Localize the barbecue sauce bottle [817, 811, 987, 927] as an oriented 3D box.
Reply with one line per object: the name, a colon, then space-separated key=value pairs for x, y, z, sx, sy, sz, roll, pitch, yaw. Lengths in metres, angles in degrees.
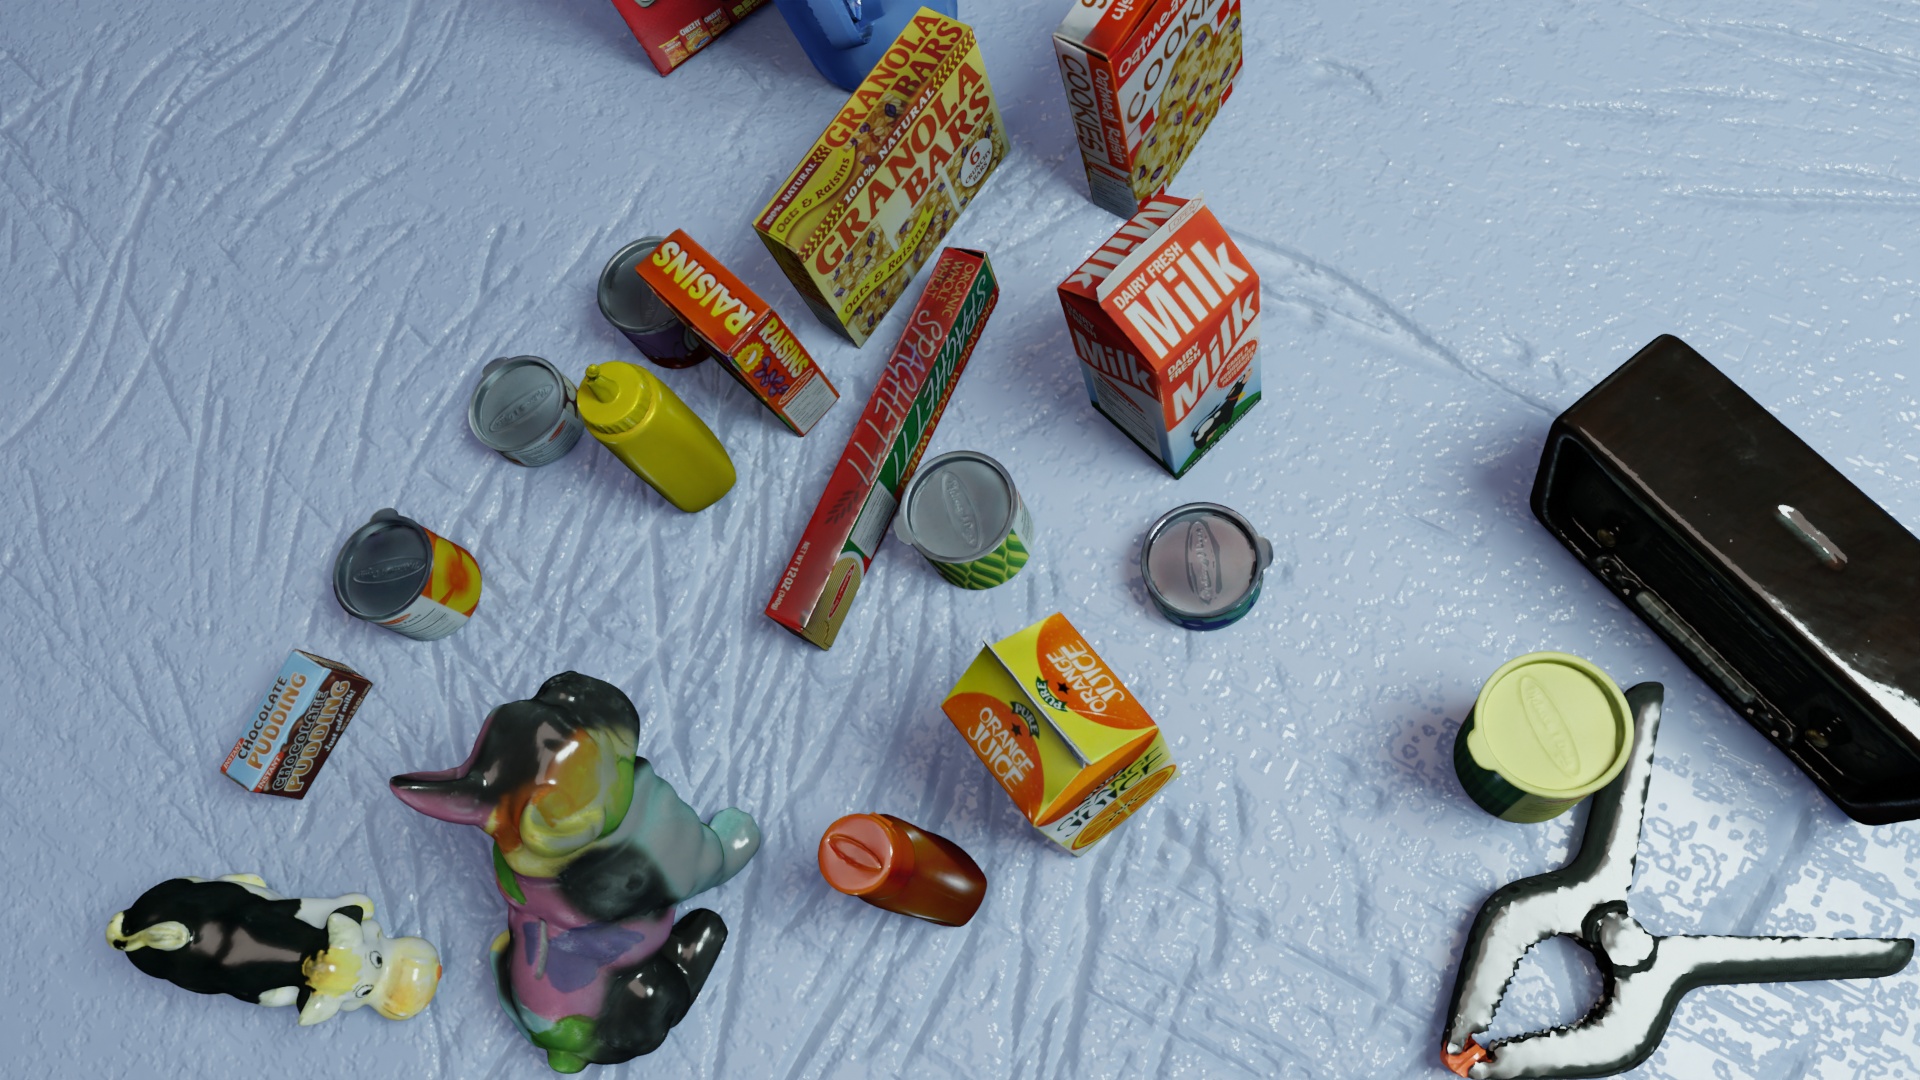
barbecue sauce bottle: x=-0.031 y=0.161 z=0.688 sx=0.065 sy=0.148 sz=0.044 roll=27 pitch=80 yaw=20

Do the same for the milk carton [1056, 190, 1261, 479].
milk carton: x=0.107 y=-0.110 z=0.726 sx=0.072 sy=0.190 sz=0.073 roll=-44 pitch=68 yaw=-4

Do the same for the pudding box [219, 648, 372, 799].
pudding box: x=-0.403 y=0.112 z=0.843 sx=0.030 sy=0.049 sz=0.084 roll=24 pitch=79 yaw=19

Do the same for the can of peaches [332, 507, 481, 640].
can of peaches: x=-0.338 y=0.022 z=0.855 sx=0.071 sy=0.058 sz=0.071 roll=-4 pitch=71 yaw=12

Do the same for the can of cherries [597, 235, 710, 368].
can of cherries: x=-0.184 y=-0.148 z=0.877 sx=0.071 sy=0.058 sz=0.071 roll=-4 pitch=71 yaw=12

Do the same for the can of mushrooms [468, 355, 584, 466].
can of mushrooms: x=-0.277 y=-0.084 z=0.890 sx=0.071 sy=0.033 sz=0.071 roll=-4 pitch=71 yaw=12

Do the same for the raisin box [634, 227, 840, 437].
raisin box: x=-0.129 y=-0.120 z=0.819 sx=0.040 sy=0.123 sz=0.086 roll=-46 pitch=68 yaw=-4

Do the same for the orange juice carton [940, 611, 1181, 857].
orange juice carton: x=0.050 y=0.094 z=0.668 sx=0.073 sy=0.192 sz=0.072 roll=-39 pitch=68 yaw=-1

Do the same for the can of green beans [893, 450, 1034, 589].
can of green beans: x=0.005 y=-0.010 z=0.787 sx=0.071 sy=0.057 sz=0.071 roll=-4 pitch=71 yaw=12

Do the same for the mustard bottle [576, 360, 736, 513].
mustard bottle: x=-0.180 y=-0.066 z=0.793 sx=0.049 sy=0.160 sz=0.065 roll=-40 pitch=68 yaw=-2

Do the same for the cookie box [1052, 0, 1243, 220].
cookie box: x=0.113 y=-0.276 z=0.793 sx=0.040 sy=0.167 sz=0.123 roll=31 pitch=81 yaw=20

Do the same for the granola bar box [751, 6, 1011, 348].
granola bar box: x=-0.043 y=-0.214 z=0.831 sx=0.039 sy=0.124 sz=0.166 roll=33 pitch=82 yaw=21

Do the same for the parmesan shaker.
parmesan shaker: x=0.272 y=0.098 z=0.665 sx=0.071 sy=0.103 sz=0.071 roll=-4 pitch=71 yaw=12

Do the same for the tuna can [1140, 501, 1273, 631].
tuna can: x=0.136 y=0.014 z=0.762 sx=0.071 sy=0.032 sz=0.071 roll=-4 pitch=71 yaw=12

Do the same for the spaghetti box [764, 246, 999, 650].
spaghetti box: x=-0.042 y=-0.057 z=0.817 sx=0.029 sy=0.050 sz=0.250 roll=21 pitch=77 yaw=19
